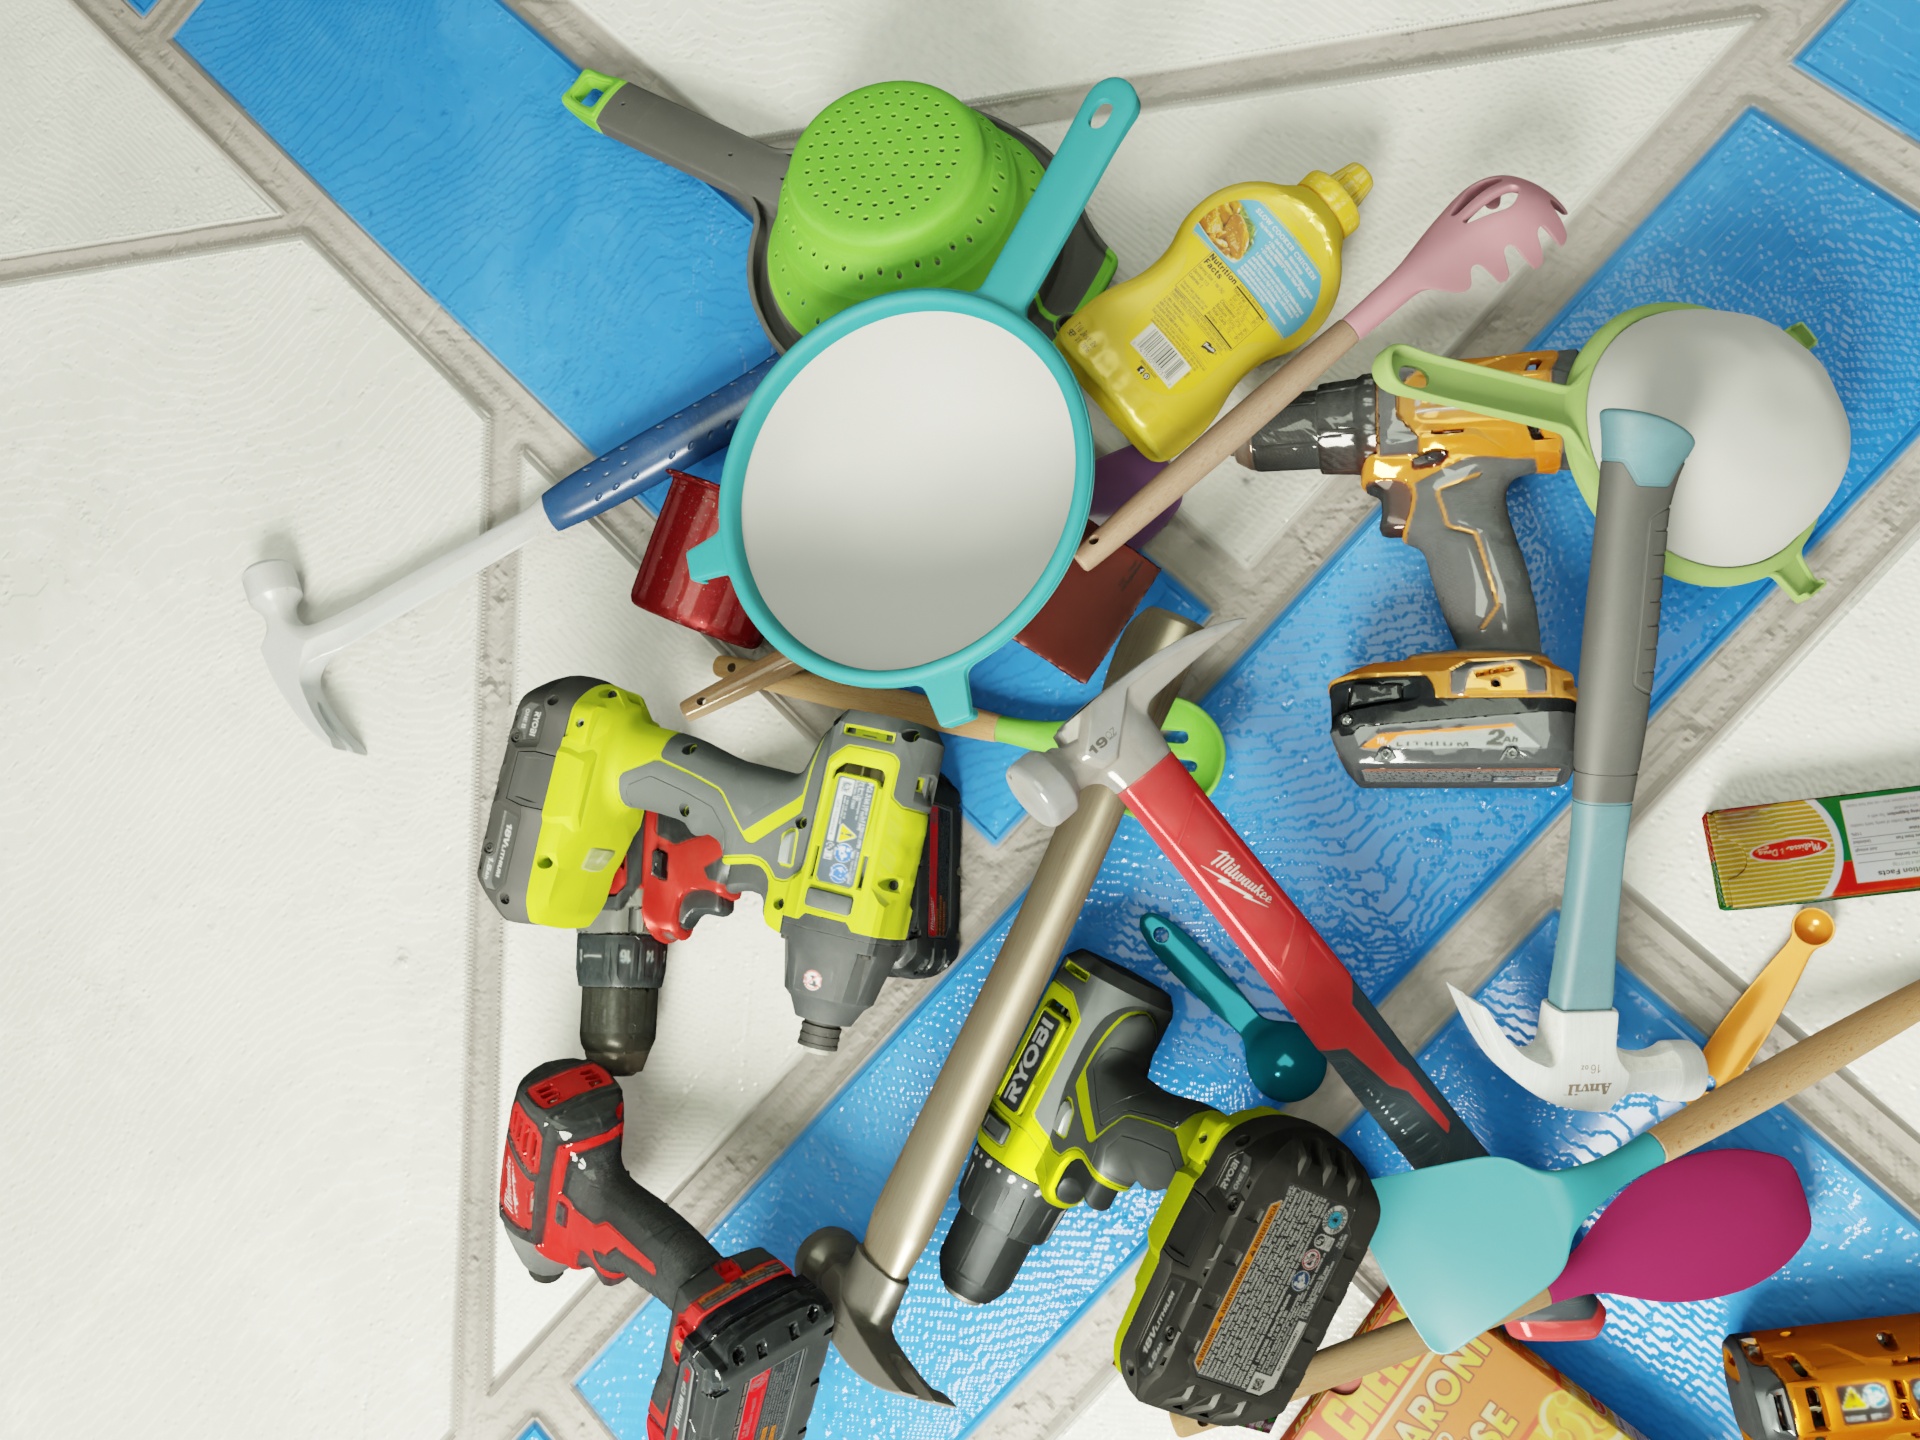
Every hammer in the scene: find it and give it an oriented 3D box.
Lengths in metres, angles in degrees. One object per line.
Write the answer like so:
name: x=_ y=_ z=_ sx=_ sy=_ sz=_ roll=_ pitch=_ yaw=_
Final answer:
hammer: x=-0.262 y=-0.119 z=0.993 sx=0.405 sy=0.035 sz=0.144 roll=-27 pitch=75 yaw=9
hammer: x=0.033 y=0.135 z=0.813 sx=0.038 sy=0.146 sz=0.410 roll=26 pitch=87 yaw=-26
hammer: x=0.302 y=0.023 z=0.742 sx=0.128 sy=0.033 sz=0.331 roll=0 pitch=100 yaw=-11
hammer: x=0.194 y=0.133 z=0.779 sx=0.143 sy=0.038 sz=0.386 roll=-38 pitch=89 yaw=-15

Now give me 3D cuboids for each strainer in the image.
strainer: x=0.014 y=-0.170 z=0.848 sx=0.211 sy=0.095 sz=0.340 roll=30 pitch=92 yaw=25
strainer: x=0.327 y=-0.154 z=0.762 sx=0.256 sy=0.069 sz=0.151 roll=9 pitch=76 yaw=-14

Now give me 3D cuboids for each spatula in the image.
spatula: x=0.340 y=0.187 z=0.744 sx=0.317 sy=0.044 sz=0.082 roll=-24 pitch=73 yaw=-10
spatula: x=-0.019 y=-0.072 z=0.918 sx=0.316 sy=0.018 sz=0.060 roll=-25 pitch=80 yaw=4

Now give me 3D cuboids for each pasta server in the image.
pasta server: x=0.186 y=-0.182 z=0.834 sx=0.316 sy=0.040 sz=0.060 roll=-41 pitch=47 yaw=2

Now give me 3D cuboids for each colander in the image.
colander: x=-0.100 y=-0.332 z=0.938 sx=0.397 sy=0.094 sz=0.204 roll=31 pitch=78 yaw=21

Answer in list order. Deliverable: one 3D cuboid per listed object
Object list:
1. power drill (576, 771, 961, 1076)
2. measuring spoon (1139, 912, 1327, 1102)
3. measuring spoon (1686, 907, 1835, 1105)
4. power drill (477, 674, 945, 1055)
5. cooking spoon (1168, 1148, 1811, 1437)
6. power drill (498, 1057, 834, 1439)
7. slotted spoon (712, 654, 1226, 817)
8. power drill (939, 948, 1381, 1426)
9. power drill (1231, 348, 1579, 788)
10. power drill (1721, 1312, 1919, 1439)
power drill: x=-0.119 y=0.108 z=0.897 sx=0.227 sy=0.080 sz=0.188 roll=-2 pitch=80 yaw=18
measuring spoon: x=0.141 y=0.150 z=0.844 sx=0.042 sy=0.021 sz=0.129 roll=-46 pitch=74 yaw=4
measuring spoon: x=0.393 y=0.143 z=0.786 sx=0.021 sy=0.011 sz=0.117 roll=33 pitch=94 yaw=17
power drill: x=-0.131 y=0.068 z=0.830 sx=0.223 sy=0.080 sz=0.171 roll=11 pitch=85 yaw=20
cooking spoon: x=0.248 y=0.274 z=0.741 sx=0.319 sy=0.017 sz=0.069 roll=-19 pitch=90 yaw=-3
power drill: x=-0.172 y=0.295 z=0.846 sx=0.220 sy=0.078 sz=0.143 roll=34 pitch=122 yaw=35
slotted spoon: x=-0.001 y=-0.003 z=0.908 sx=0.314 sy=0.031 sz=0.070 roll=12 pitch=84 yaw=19
power drill: x=0.077 y=0.232 z=0.766 sx=0.080 sy=0.229 sz=0.190 roll=28 pitch=88 yaw=-27
power drill: x=0.232 y=-0.081 z=0.832 sx=0.185 sy=0.084 sz=0.226 roll=-1 pitch=77 yaw=17
power drill: x=0.448 y=0.378 z=0.695 sx=0.164 sy=0.084 sz=0.227 roll=-13 pitch=74 yaw=12
